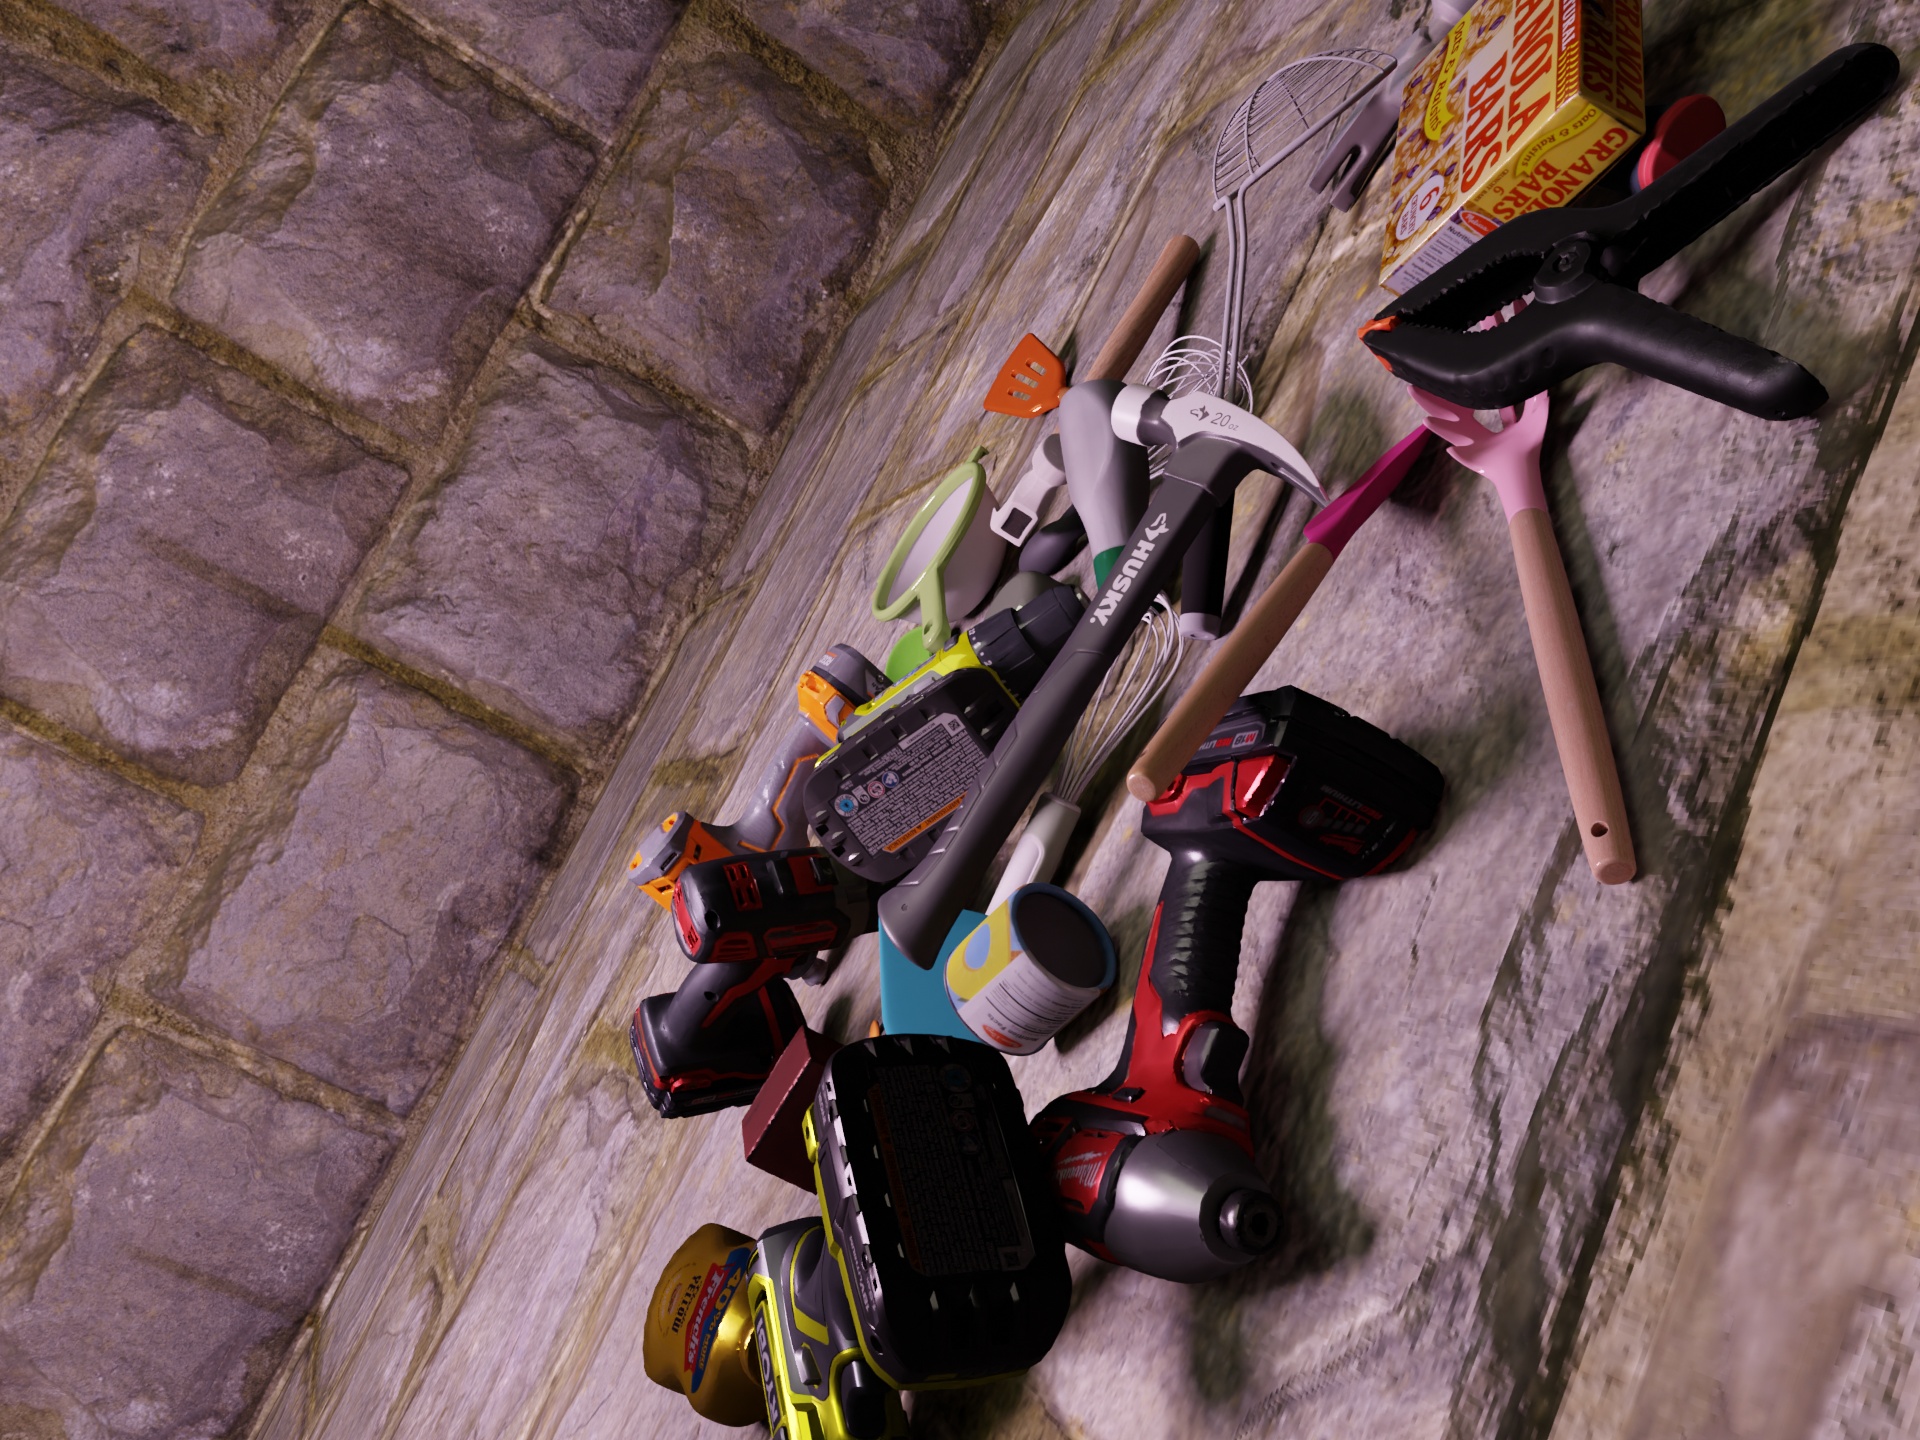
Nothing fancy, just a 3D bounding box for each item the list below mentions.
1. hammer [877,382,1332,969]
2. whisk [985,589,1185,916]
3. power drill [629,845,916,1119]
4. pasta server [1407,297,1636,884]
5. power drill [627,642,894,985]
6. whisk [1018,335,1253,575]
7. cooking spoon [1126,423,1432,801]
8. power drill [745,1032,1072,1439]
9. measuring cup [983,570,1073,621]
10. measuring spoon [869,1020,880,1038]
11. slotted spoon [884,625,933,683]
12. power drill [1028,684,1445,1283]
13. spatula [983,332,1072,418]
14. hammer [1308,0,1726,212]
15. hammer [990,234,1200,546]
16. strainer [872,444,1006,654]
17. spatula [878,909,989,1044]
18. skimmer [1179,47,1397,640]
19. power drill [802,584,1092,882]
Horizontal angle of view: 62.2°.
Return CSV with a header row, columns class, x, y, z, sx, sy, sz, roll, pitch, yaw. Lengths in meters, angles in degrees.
class,x,y,z,sx,sy,sz,roll,pitch,yaw
hammer,0.062,-0.020,0.820,0.146,0.035,0.335,28,82,40
whisk,0.059,0.038,0.884,0.058,0.059,0.246,24,89,39
power drill,-0.106,0.155,1.008,0.080,0.187,0.226,65,144,32
pasta server,0.218,-0.065,0.609,0.060,0.040,0.316,-27,34,30
power drill,-0.107,0.075,1.150,0.226,0.164,0.084,-49,16,-5
whisk,0.107,-0.162,1.064,0.284,0.070,0.070,-43,24,57
cooking spoon,0.142,-0.057,0.672,0.068,0.017,0.319,-40,4,45
power drill,-0.032,0.250,0.652,0.171,0.080,0.223,-109,29,-43
measuring cup,0.034,-0.083,1.157,0.083,0.038,0.168,-58,19,9
measuring spoon,-0.055,0.202,0.960,0.117,0.011,0.021,-123,43,-84
slotted spoon,-0.007,-0.018,1.194,0.070,0.031,0.314,-59,19,4
power drill,0.100,0.104,0.613,0.143,0.078,0.220,-17,49,66
spatula,0.086,-0.270,1.312,0.081,0.041,0.323,-57,18,7
hammer,0.277,-0.300,0.822,0.143,0.038,0.387,-55,18,22
hammer,0.104,-0.247,1.147,0.331,0.031,0.130,-60,5,-35
strainer,-0.002,-0.105,1.248,0.151,0.069,0.257,-51,20,22
spatula,-0.033,0.245,0.802,0.044,0.082,0.318,94,-172,-58
skimmer,0.181,-0.216,0.905,0.127,0.090,0.363,161,120,-66
power drill,-0.002,-0.003,0.974,0.190,0.080,0.228,-35,9,14
